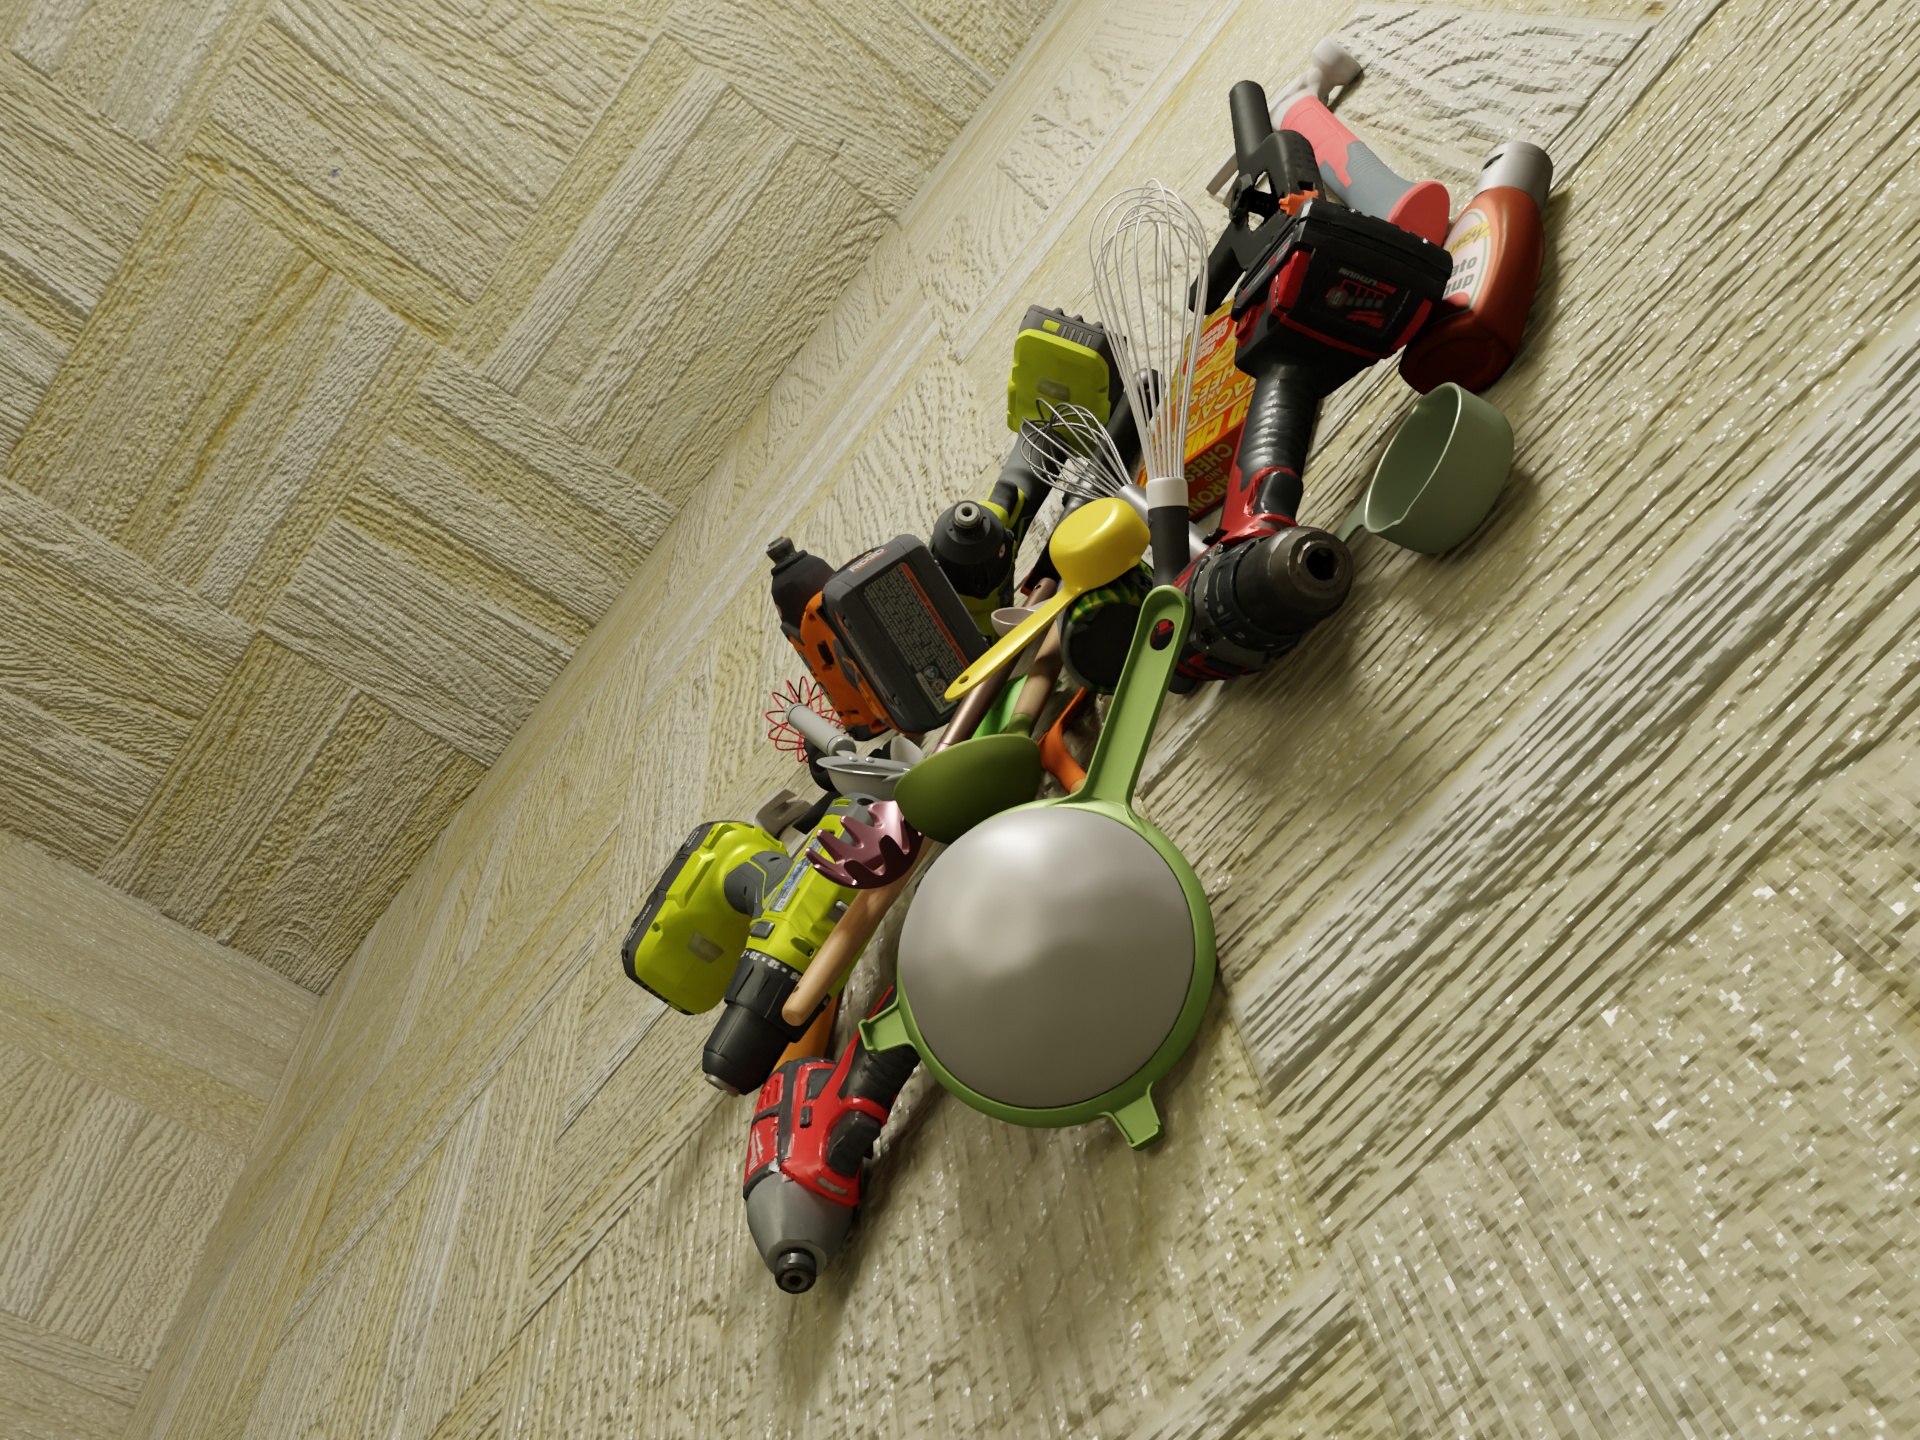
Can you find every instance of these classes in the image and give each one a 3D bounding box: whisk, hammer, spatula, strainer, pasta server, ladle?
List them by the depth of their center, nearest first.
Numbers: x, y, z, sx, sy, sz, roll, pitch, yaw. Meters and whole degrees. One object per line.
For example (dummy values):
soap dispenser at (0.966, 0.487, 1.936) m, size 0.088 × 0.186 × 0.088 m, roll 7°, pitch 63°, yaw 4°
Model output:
strainer at (0.048, 0.048, 0.702) m, size 0.151 × 0.069 × 0.256 m, roll 14°, pitch 77°, yaw 28°
spatula at (0.079, 0.052, 0.849) m, size 0.081 × 0.041 × 0.323 m, roll -51°, pitch 24°, yaw 10°
whisk at (0.112, -0.156, 0.878) m, size 0.070 × 0.070 × 0.284 m, roll 173°, pitch 94°, yaw -65°
ladle at (0.033, -0.018, 0.923) m, size 0.078 × 0.062 × 0.320 m, roll -32°, pitch 14°, yaw 25°
pasta server at (-0.002, -0.003, 0.948) m, size 0.060 × 0.040 × 0.316 m, roll -12°, pitch 30°, yaw 34°
whisk at (0.102, -0.135, 0.959) m, size 0.055 × 0.055 × 0.239 m, roll -52°, pitch 43°, yaw 11°
hammer at (-0.095, 0.156, 1.066) m, size 0.127 × 0.034 × 0.337 m, roll -41°, pitch 25°, yaw 35°
strainer at (-0.077, 0.024, 1.081) m, size 0.259 × 0.086 × 0.050 m, roll -148°, pitch 66°, yaw -63°
hammer at (0.251, -0.370, 1.090) m, size 0.143 × 0.038 × 0.387 m, roll -48°, pitch 21°, yaw 24°
hammer at (-0.152, 0.150, 1.213) m, size 0.130 × 0.031 × 0.332 m, roll -52°, pitch 20°, yaw 11°
whisk at (-0.115, 0.014, 1.261) m, size 0.073 × 0.073 × 0.296 m, roll -55°, pitch 15°, yaw 2°

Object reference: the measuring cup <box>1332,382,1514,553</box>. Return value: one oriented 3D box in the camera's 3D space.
measuring cup at (0.208, -0.091, 0.769) m, size 0.167 × 0.038 × 0.083 m, roll 123°, pitch 168°, yaw -54°

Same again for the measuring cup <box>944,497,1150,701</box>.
measuring cup at (0.042, -0.070, 0.895) m, size 0.156 × 0.029 × 0.062 m, roll -43°, pitch 28°, yaw -15°

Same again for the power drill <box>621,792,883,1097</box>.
power drill at (-0.133, 0.140, 1.018) m, size 0.228 × 0.080 × 0.191 m, roll -7°, pitch 48°, yaw 60°

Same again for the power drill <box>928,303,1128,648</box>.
power drill at (0.041, -0.173, 1.121) m, size 0.171 × 0.080 × 0.223 m, roll 86°, pitch -152°, yaw -68°

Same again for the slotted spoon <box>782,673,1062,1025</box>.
slotted spoon at (-0.020, 0.062, 0.925) m, size 0.070 × 0.031 × 0.314 m, roll -35°, pitch 13°, yaw 45°

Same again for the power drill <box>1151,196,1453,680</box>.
power drill at (0.164, -0.131, 0.772) m, size 0.188 × 0.080 × 0.227 m, roll 145°, pitch 144°, yaw -80°

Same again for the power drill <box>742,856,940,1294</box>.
power drill at (-0.039, 0.190, 0.829) m, size 0.219 × 0.078 × 0.143 m, roll -51°, pitch 19°, yaw 22°

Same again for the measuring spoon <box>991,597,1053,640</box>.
measuring spoon at (0.063, -0.066, 0.993) m, size 0.034 × 0.124 × 0.018 m, roll 18°, pitch 114°, yaw 34°

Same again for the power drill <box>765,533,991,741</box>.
power drill at (-0.069, -0.065, 1.107) m, size 0.084 × 0.164 × 0.226 m, roll -35°, pitch 10°, yaw -16°
